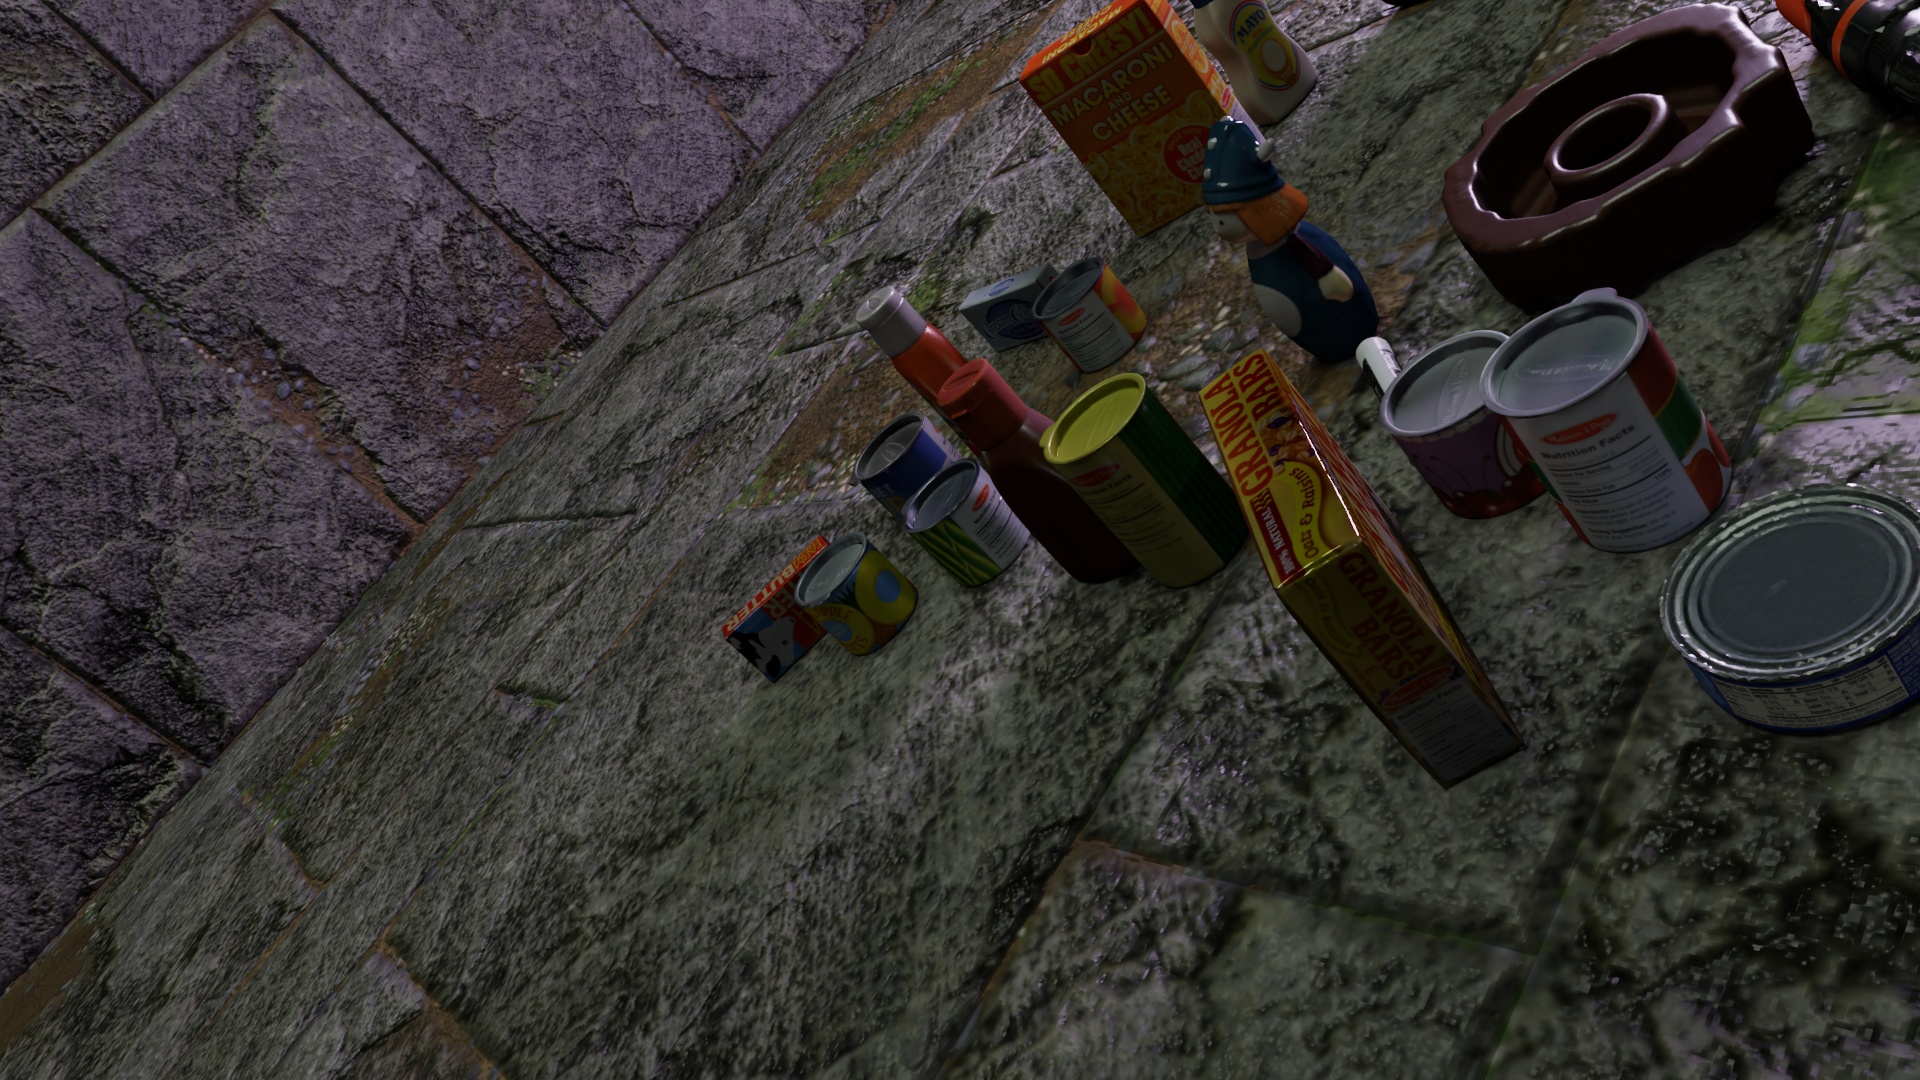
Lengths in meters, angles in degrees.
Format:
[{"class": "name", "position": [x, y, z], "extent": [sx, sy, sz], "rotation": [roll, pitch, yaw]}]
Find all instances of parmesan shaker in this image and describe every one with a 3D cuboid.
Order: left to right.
[{"class": "parmesan shaker", "position": [0.100, -0.031, 0.754], "extent": [0.071, 0.103, 0.072], "rotation": [-35, 26, 20]}]

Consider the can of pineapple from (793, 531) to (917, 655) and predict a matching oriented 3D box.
[{"class": "can of pineapple", "position": [-0.073, 0.039, 0.961], "extent": [0.071, 0.057, 0.071], "rotation": [-35, 26, 20]}]

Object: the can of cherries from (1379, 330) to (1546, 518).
[{"class": "can of cherries", "position": [0.238, -0.053, 0.634], "extent": [0.071, 0.058, 0.072], "rotation": [-35, 26, 20]}]

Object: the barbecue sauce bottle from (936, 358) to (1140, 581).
[{"class": "barbecue sauce bottle", "position": [0.047, -0.039, 0.794], "extent": [0.064, 0.148, 0.044], "rotation": [-18, 35, 44]}]

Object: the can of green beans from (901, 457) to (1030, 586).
[{"class": "can of green beans", "position": [0.005, -0.012, 0.923], "extent": [0.071, 0.057, 0.071], "rotation": [-35, 26, 20]}]

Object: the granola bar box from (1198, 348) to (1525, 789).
[{"class": "granola bar box", "position": [0.160, 0.006, 0.579], "extent": [0.039, 0.124, 0.166], "rotation": [-36, 26, 18]}]

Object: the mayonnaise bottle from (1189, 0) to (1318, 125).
[{"class": "mayonnaise bottle", "position": [0.223, -0.407, 1.109], "extent": [0.065, 0.148, 0.041], "rotation": [-48, 25, -8]}]

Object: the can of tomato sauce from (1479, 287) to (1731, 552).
[{"class": "can of tomato sauce", "position": [0.261, -0.047, 0.561], "extent": [0.071, 0.083, 0.071], "rotation": [-35, 26, 20]}]

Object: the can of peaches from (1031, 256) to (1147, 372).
[{"class": "can of peaches", "position": [0.097, -0.168, 1.031], "extent": [0.071, 0.058, 0.071], "rotation": [-35, 26, 20]}]

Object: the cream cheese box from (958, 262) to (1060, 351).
[{"class": "cream cheese box", "position": [0.050, -0.190, 1.141], "extent": [0.103, 0.053, 0.024], "rotation": [-9, 42, 51]}]

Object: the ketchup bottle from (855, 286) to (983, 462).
[{"class": "ketchup bottle", "position": [-0.014, -0.121, 1.015], "extent": [0.043, 0.148, 0.065], "rotation": [-43, 24, 2]}]

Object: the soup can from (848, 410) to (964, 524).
[{"class": "soup can", "position": [-0.026, -0.038, 0.980], "extent": [0.071, 0.083, 0.072], "rotation": [-35, 26, 20]}]

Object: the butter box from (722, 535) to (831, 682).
[{"class": "butter box", "position": [-0.120, 0.050, 1.020], "extent": [0.103, 0.053, 0.024], "rotation": [-44, 24, 0]}]

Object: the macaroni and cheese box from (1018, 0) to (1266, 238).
[{"class": "macaroni and cheese box", "position": [0.145, -0.334, 1.089], "extent": [0.123, 0.166, 0.040], "rotation": [-23, 32, 38]}]
